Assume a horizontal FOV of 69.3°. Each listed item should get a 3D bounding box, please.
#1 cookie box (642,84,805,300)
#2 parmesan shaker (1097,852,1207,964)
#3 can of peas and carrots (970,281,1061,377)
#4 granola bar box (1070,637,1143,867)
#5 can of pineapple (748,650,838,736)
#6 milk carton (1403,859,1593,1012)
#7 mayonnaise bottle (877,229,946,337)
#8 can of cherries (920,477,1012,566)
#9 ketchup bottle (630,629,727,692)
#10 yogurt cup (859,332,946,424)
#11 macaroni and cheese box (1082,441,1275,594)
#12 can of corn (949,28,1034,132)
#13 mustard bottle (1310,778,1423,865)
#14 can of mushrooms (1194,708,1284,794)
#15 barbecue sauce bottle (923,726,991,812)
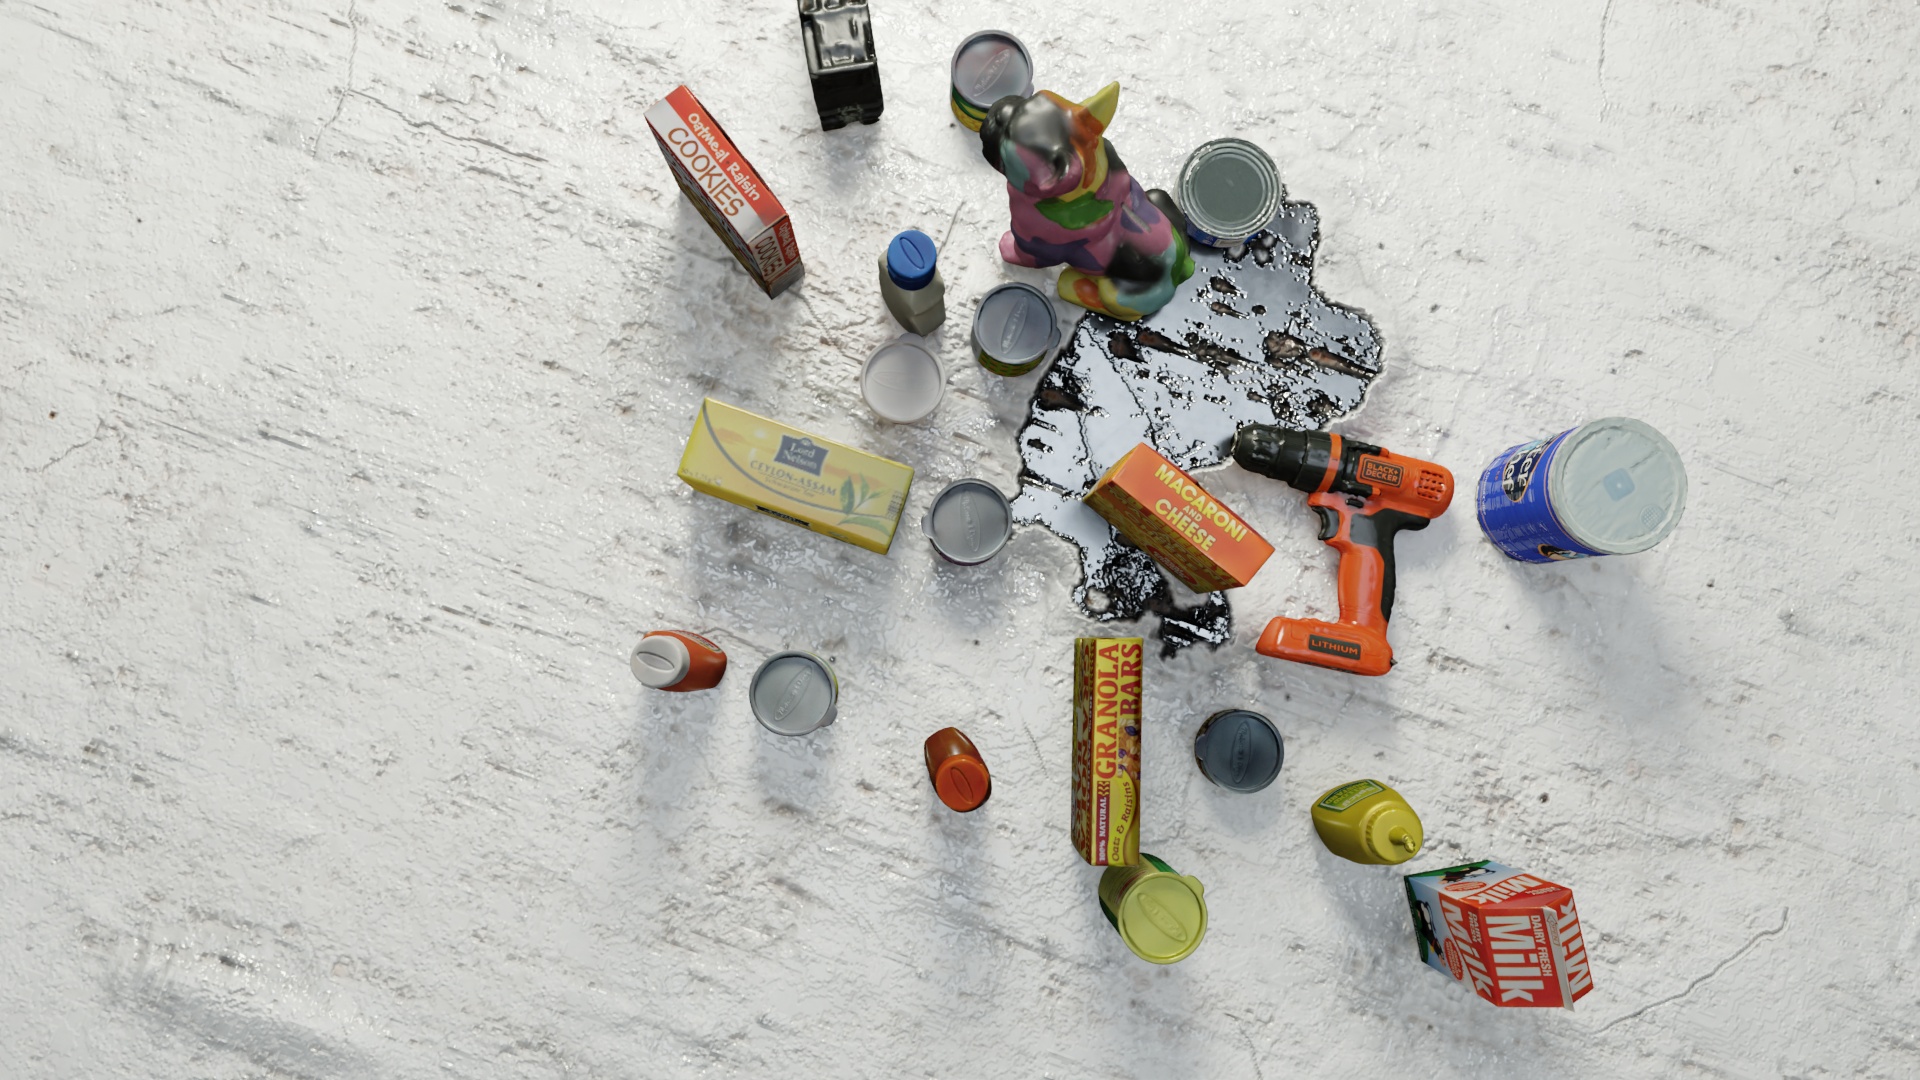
[{"bbox_3d":[-0.175,-0.261,1.060,0.040,0.167,0.123,-39,88,-4],"label":"cookie box"},{"bbox_3d":[0.147,0.277,1.062,0.071,0.103,0.071,0,86,-2],"label":"parmesan shaker"},{"bbox_3d":[0.044,-0.168,1.117,0.071,0.058,0.071,0,86,-2],"label":"can of peas and carrots"},{"bbox_3d":[0.110,0.156,1.060,0.039,0.124,0.165,2,86,-2],"label":"granola bar box"},{"bbox_3d":[-0.128,0.120,1.086,0.071,0.058,0.071,0,86,-2],"label":"can of pineapple"},{"bbox_3d":[0.402,0.291,1.028,0.073,0.190,0.072,-10,86,-3],"label":"milk carton"},{"bbox_3d":[-0.037,-0.201,1.071,0.041,0.148,0.065,-35,88,-4],"label":"mayonnaise bottle"},{"bbox_3d":[0.004,-0.014,1.102,0.071,0.058,0.071,0,86,-2],"label":"can of cherries"},{"bbox_3d":[-0.215,0.090,1.039,0.065,0.148,0.043,20,85,-1],"label":"ketchup bottle"},{"bbox_3d":[-0.046,-0.124,1.112,0.072,0.054,0.072,0,86,-2],"label":"yogurt cup"},{"bbox_3d":[0.161,-0.014,1.055,0.124,0.166,0.040,39,85,1],"label":"macaroni and cheese box"},{"bbox_3d":[0.026,-0.371,1.133,0.071,0.058,0.071,0,86,-2],"label":"can of corn"},{"bbox_3d":[0.313,0.215,1.046,0.065,0.160,0.049,-26,87,-4],"label":"mustard bottle"},{"bbox_3d":[0.220,0.167,1.109,0.071,0.033,0.071,0,85,-2],"label":"can of mushrooms"},{"bbox_3d":[-0.001,0.175,1.041,0.044,0.148,0.065,-28,87,-4],"label":"barbecue sauce bottle"}]
